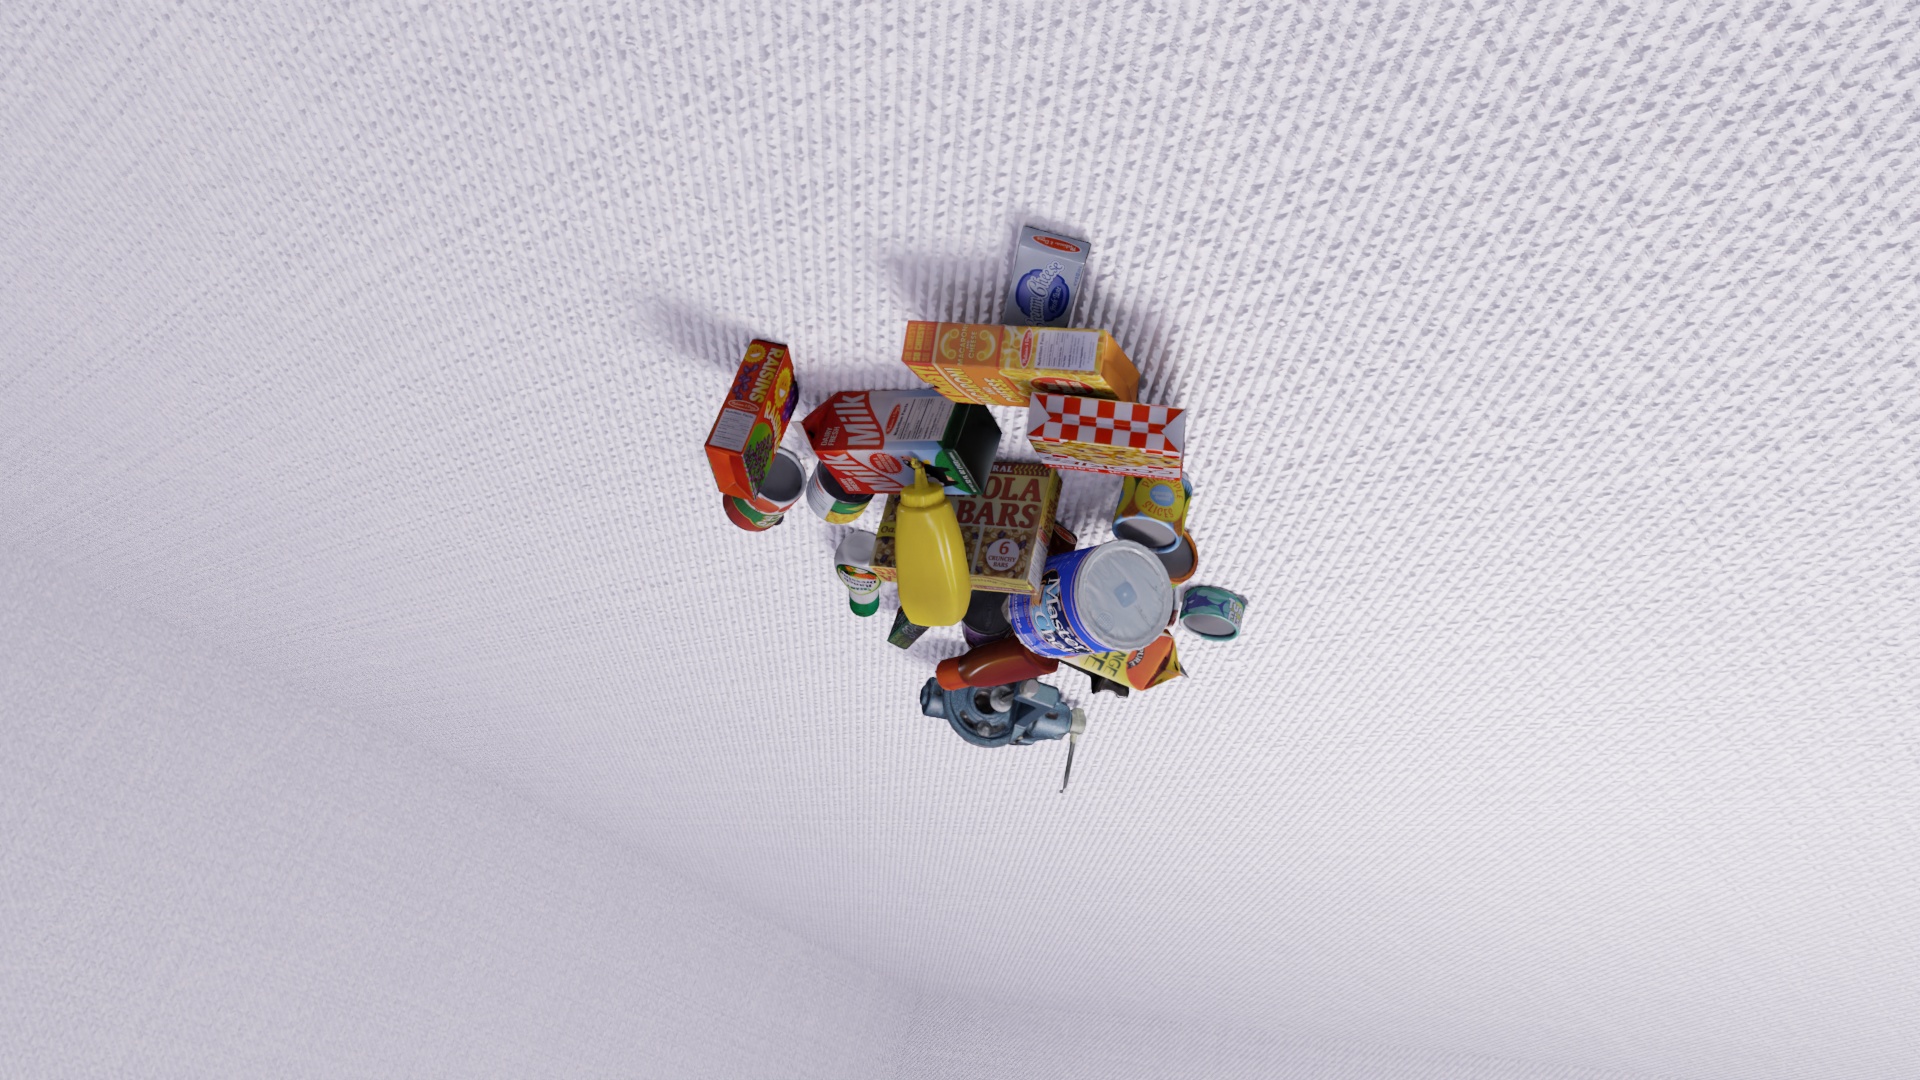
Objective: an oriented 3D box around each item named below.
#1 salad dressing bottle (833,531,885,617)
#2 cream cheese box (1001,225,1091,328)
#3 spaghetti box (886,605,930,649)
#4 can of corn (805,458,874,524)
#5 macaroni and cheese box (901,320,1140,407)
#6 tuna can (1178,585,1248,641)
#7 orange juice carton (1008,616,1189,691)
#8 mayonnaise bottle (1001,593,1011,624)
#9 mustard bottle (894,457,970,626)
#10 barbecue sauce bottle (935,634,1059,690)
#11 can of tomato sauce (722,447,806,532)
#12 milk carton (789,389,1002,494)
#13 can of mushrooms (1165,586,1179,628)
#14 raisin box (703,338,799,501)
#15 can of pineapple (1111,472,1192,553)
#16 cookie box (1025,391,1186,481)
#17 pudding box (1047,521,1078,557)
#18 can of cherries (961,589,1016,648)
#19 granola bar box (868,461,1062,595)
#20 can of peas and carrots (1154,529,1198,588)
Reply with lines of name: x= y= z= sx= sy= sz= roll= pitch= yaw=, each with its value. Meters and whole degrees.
salad dressing bottle: x=-0.112 y=0.042 z=1.604 sx=0.064 sy=0.044 sz=0.147 roll=13 pitch=152 yaw=5
cream cheese box: x=0.065 y=-0.199 z=1.082 sx=0.053 sy=0.024 sz=0.103 roll=17 pitch=153 yaw=2
spaghetti box: x=-0.029 y=0.065 z=1.592 sx=0.029 sy=0.050 sz=0.249 roll=25 pitch=152 yaw=-11
can of corn: x=-0.116 y=-0.057 z=1.404 sx=0.071 sy=0.071 sz=0.058 roll=22 pitch=152 yaw=-9
macaroni and cheese box: x=0.051 y=-0.140 z=1.137 sx=0.166 sy=0.040 sz=0.123 roll=6 pitch=172 yaw=21
tuna can: x=0.267 y=0.078 z=1.465 sx=0.071 sy=0.033 sz=0.070 roll=14 pitch=153 yaw=7
orange juice carton: x=0.156 y=0.099 z=1.488 sx=0.193 sy=0.073 sz=0.072 roll=23 pitch=-165 yaw=-17
mayonnaise bottle: x=0.120 y=0.091 z=1.549 sx=0.148 sy=0.041 sz=0.064 roll=28 pitch=108 yaw=-25
mustard bottle: x=-0.028 y=-0.001 z=1.264 sx=0.065 sy=0.049 sz=0.159 roll=3 pitch=113 yaw=21
barbecue sauce bottle: x=0.036 y=0.139 z=1.555 sx=0.148 sy=0.044 sz=0.065 roll=-18 pitch=146 yaw=41
can of tomato sauce: x=-0.204 y=-0.052 z=1.458 sx=0.071 sy=0.071 sz=0.082 roll=26 pitch=150 yaw=-17
milk carton: x=-0.066 y=-0.092 z=1.300 sx=0.190 sy=0.074 sz=0.072 roll=2 pitch=147 yaw=27
can of mushrooms: x=0.199 y=0.059 z=1.429 sx=0.033 sy=0.071 sz=0.071 roll=0 pitch=148 yaw=27
raisin box: x=-0.190 y=-0.111 z=1.281 sx=0.040 sy=0.124 sz=0.085 roll=13 pitch=152 yaw=9
can of pineapple: x=0.179 y=-0.029 z=1.292 sx=0.071 sy=0.058 sz=0.070 roll=13 pitch=152 yaw=8
cookie box: x=0.126 y=-0.085 z=1.164 sx=0.123 sy=0.040 sz=0.167 roll=7 pitch=176 yaw=10
pudding box: x=0.077 y=0.000 z=1.412 sx=0.083 sy=0.050 sz=0.030 roll=35 pitch=149 yaw=-30
can of cherries: x=0.036 y=0.090 z=1.583 sx=0.071 sy=0.072 sz=0.058 roll=12 pitch=152 yaw=10
granola bar box: x=0.005 y=-0.017 z=1.340 sx=0.165 sy=0.124 sz=0.039 roll=4 pitch=156 yaw=23
can of peas and carrots: x=0.193 y=0.021 z=1.367 sx=0.071 sy=0.071 sz=0.058 roll=26 pitch=150 yaw=-16
